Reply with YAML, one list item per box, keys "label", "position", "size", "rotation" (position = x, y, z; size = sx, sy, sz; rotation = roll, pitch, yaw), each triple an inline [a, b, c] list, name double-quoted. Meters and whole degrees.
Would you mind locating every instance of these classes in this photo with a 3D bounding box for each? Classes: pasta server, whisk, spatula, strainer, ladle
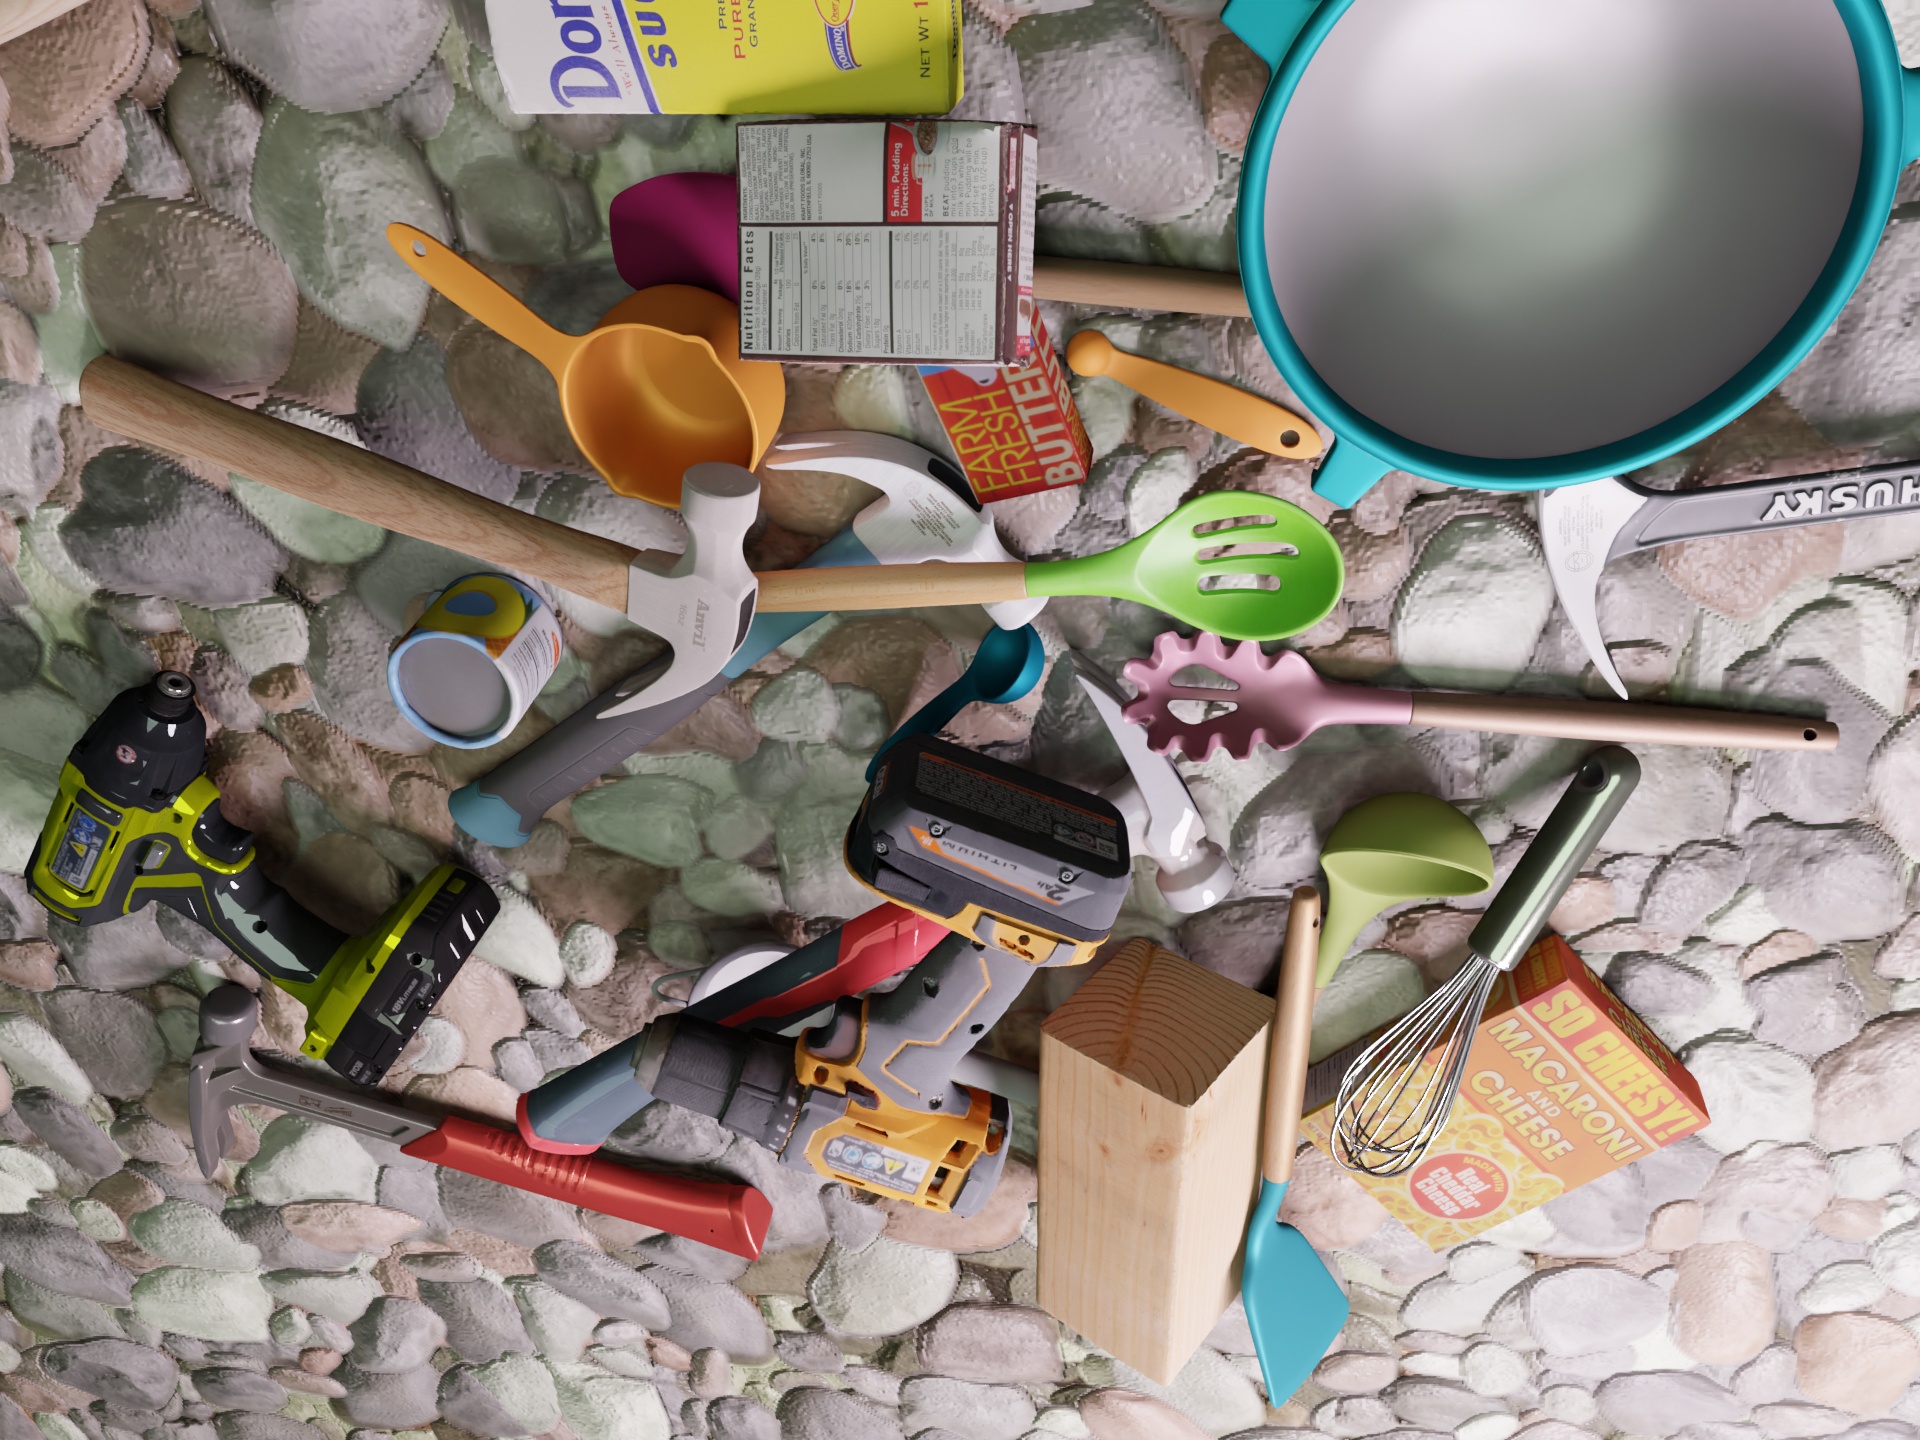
- label: "pasta server"
  position: [0.231, -0.003, 0.713]
  size: [0.316, 0.040, 0.060]
  rotation: [4, 93, 5]
- label: "whisk"
  position: [0.248, 0.118, 0.755]
  size: [0.059, 0.058, 0.246]
  rotation: [19, 108, -28]
- label: "spatula"
  position: [0.173, 0.215, 0.805]
  size: [0.044, 0.082, 0.317]
  rotation: [23, 130, 35]
- label: "strainer"
  position: [-0.040, 0.173, 0.865]
  size: [0.258, 0.050, 0.086]
  rotation: [20, 114, -8]
- label: "ladle"
  position: [0.171, 0.159, 0.814]
  size: [0.078, 0.062, 0.320]
  rotation: [15, 126, -9]
- label: "strainer"
  position: [0.264, -0.207, 0.549]
  size: [0.340, 0.095, 0.210]
  rotation: [-11, 122, 14]

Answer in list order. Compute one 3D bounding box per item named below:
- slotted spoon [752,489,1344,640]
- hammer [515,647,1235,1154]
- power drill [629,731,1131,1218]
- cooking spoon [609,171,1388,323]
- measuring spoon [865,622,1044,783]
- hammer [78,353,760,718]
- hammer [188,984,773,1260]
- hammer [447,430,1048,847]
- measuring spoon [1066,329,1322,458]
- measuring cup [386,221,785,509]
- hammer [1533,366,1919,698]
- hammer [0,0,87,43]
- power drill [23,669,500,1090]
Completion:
- label: "slotted spoon"
  position: [0.003, -0.061, 0.683]
  size: [0.314, 0.031, 0.070]
  rotation: [-2, 123, 12]
- label: "hammer"
  position: [-0.066, 0.109, 0.791]
  size: [0.386, 0.038, 0.143]
  rotation: [-28, 113, 11]
- label: "power drill"
  position: [-0.040, 0.120, 0.736]
  size: [0.185, 0.084, 0.226]
  rotation: [20, 116, -7]
- label: "cooking spoon"
  position: [0.012, -0.183, 0.649]
  size: [0.319, 0.017, 0.068]
  rotation: [7, 132, 5]
- label: "measuring spoon"
  position: [-0.001, -0.002, 0.760]
  size: [0.021, 0.042, 0.128]
  rotation: [23, 133, -32]
- label: "hammer"
  position: [-0.244, -0.095, 0.702]
  size: [0.331, 0.031, 0.130]
  rotation: [20, 127, 11]
- label: "hammer"
  position: [-0.293, 0.269, 0.971]
  size: [0.359, 0.037, 0.149]
  rotation: [17, 123, -1]
- label: "hammer"
  position: [-0.125, -0.024, 0.762]
  size: [0.331, 0.033, 0.128]
  rotation: [-31, 113, 25]
- label: "measuring spoon"
  position: [0.099, -0.134, 0.668]
  size: [0.117, 0.011, 0.021]
  rotation: [22, 123, -4]
- label: "measuring cup"
  position: [-0.152, -0.163, 0.665]
  size: [0.173, 0.052, 0.095]
  rotation: [34, 133, -9]
- label: "hammer"
  position: [0.440, -0.095, 0.623]
  size: [0.409, 0.036, 0.149]
  rotation: [-5, 122, 12]
- label: "hammer"
  position: [-0.334, -0.284, 0.605]
  size: [0.410, 0.038, 0.146]
  rotation: [-12, 87, 20]
- label: "power drill"
  position: [-0.371, 0.084, 0.847]
  size: [0.223, 0.080, 0.171]
  rotation: [35, 121, -9]
